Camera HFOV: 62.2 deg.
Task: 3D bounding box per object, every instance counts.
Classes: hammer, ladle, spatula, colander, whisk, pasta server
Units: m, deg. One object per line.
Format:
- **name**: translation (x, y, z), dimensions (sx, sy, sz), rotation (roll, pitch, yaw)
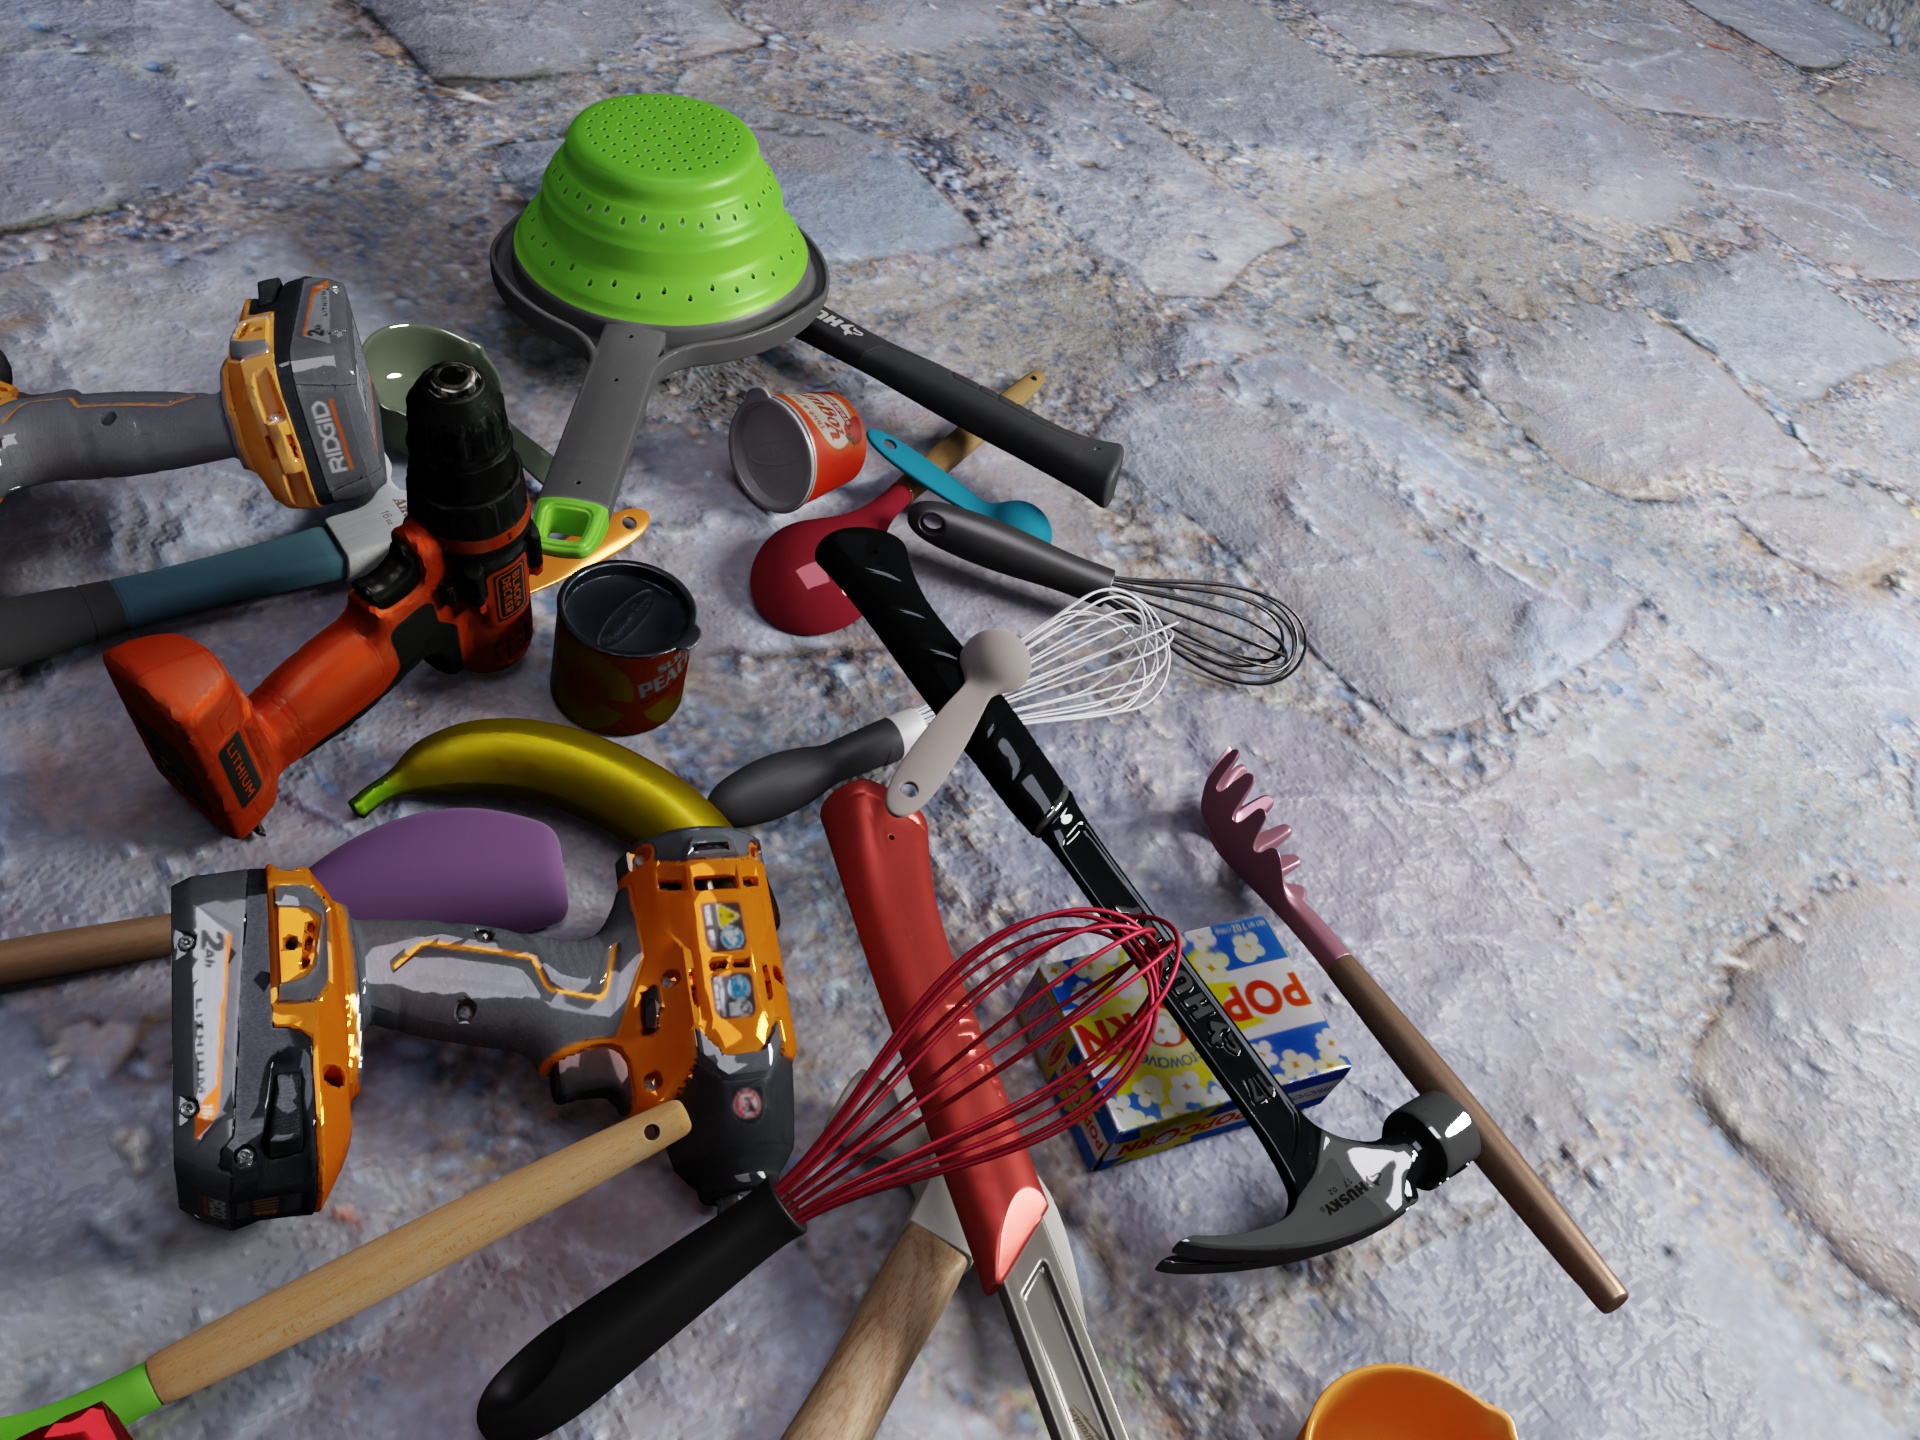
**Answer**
- **hammer**: translation (0.001, 0.170, 0.610), dimensions (0.149, 0.036, 0.359), rotation (-5, 49, -25)
- **ladle**: translation (-0.022, -0.145, 0.951), dimensions (0.069, 0.031, 0.315), rotation (35, 45, 6)
- **spatula**: translation (-0.317, 0.083, 0.634), dimensions (0.316, 0.018, 0.060), rotation (-9, 86, -23)
- **hammer**: translation (-0.058, 0.273, 0.542), dimensions (0.130, 0.031, 0.331), rotation (29, 46, 9)
- **colander**: translation (-0.181, -0.247, 0.889), dimensions (0.204, 0.094, 0.398), rotation (8, 46, -4)
- **whisk**: translation (0.083, -0.078, 0.901), dimensions (0.239, 0.055, 0.055), rotation (20, 45, -2)
- **hammer**: translation (-0.399, -0.050, 0.726), dimensions (0.331, 0.033, 0.128), rotation (-22, 57, -33)
- **hammer**: translation (0.047, 0.058, 0.715), dimensions (0.149, 0.036, 0.409), rotation (-20, 59, -30)
- **whisk**: translation (-0.001, -0.005, 0.807), dimensions (0.284, 0.070, 0.070), rotation (-22, 59, -29)
- **pasta server**: translation (0.195, 0.127, 0.725), dimensions (0.040, 0.060, 0.317), rotation (-39, 48, 5)
- **whisk**: translation (-0.045, 0.158, 0.557), dimensions (0.296, 0.073, 0.073), rotation (-36, 62, -4)
- **hammer**: translation (-0.043, -0.216, 0.979), dimensions (0.335, 0.035, 0.146), rotation (32, 46, 20)

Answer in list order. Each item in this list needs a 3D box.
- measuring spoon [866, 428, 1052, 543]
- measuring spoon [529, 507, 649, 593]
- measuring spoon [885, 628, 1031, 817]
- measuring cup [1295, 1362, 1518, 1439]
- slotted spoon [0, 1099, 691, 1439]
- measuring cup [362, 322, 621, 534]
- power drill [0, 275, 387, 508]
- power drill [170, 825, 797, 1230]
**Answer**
- **measuring spoon**: translation (0.003, -0.137, 0.928), dimensions (0.128, 0.021, 0.042), rotation (32, 45, -14)
- **measuring spoon**: translation (-0.206, -0.087, 0.837), dimensions (0.021, 0.011, 0.117), rotation (52, 50, -1)
- **measuring spoon**: translation (-0.001, -0.002, 0.716), dimensions (0.034, 0.018, 0.124), rotation (28, 50, 7)
- **measuring cup**: translation (0.185, 0.316, 0.561), dimensions (0.095, 0.052, 0.174), rotation (-19, 51, -31)
- **slotted spoon**: translation (-0.231, 0.201, 0.511), dimensions (0.314, 0.031, 0.070), rotation (-24, 86, -21)
- **measuring cup**: translation (-0.258, -0.148, 0.872), dimensions (0.167, 0.038, 0.083), rotation (40, 43, -4)
- **power drill**: translation (-0.402, -0.151, 0.762), dimensions (0.226, 0.084, 0.186), rotation (-14, 38, -13)
- **power drill**: translation (-0.172, 0.127, 0.602), dimensions (0.226, 0.084, 0.164), rotation (-2, 62, -25)
